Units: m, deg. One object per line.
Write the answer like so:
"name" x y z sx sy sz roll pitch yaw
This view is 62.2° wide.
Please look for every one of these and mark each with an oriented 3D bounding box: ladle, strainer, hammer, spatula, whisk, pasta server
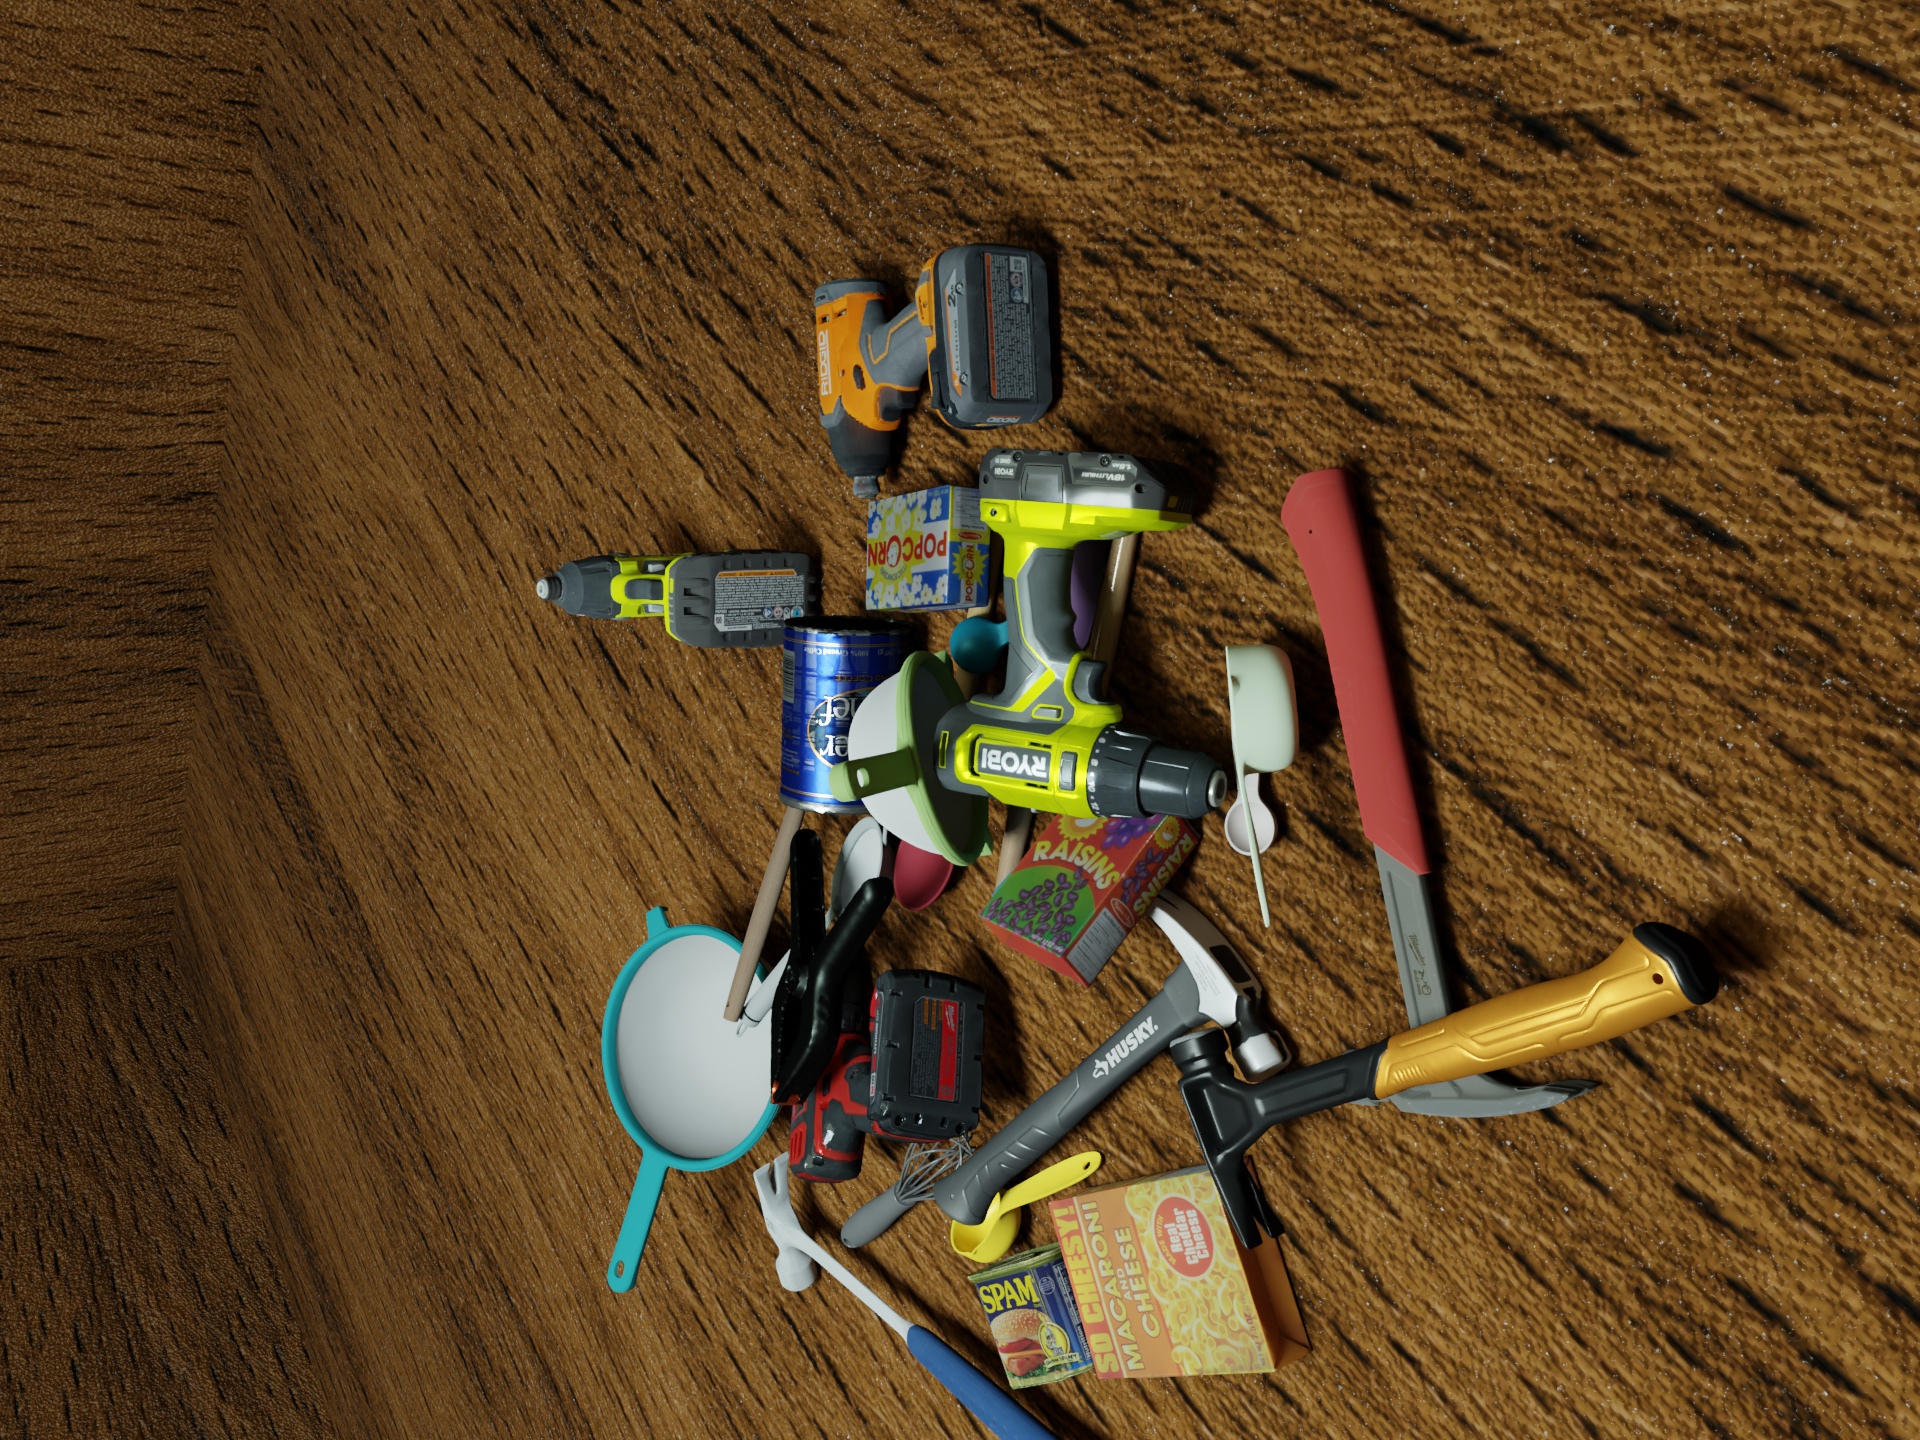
"ladle" -0.002 -0.004 1.185 0.069 0.031 0.315 33 118 49
"strainer" -0.052 0.035 1.052 0.069 0.256 0.151 -13 89 19
"hammer" 0.244 0.185 0.836 0.337 0.034 0.127 -37 66 47
"spatula" 0.076 -0.001 1.072 0.082 0.044 0.317 -120 38 -68
"whisk" -0.048 0.379 1.275 0.239 0.055 0.055 -52 55 46
"spatula" 0.050 0.009 1.117 0.060 0.018 0.315 17 114 19
"hammer" -0.044 0.477 1.252 0.406 0.035 0.144 20 129 50
"strainer" -0.113 0.170 1.294 0.258 0.050 0.087 -51 31 22
"hammer" 0.078 0.249 1.084 0.334 0.035 0.146 -50 57 35
"strainer" -0.232 0.348 1.424 0.211 0.095 0.340 22 97 32
"hammer" 0.241 0.035 0.874 0.149 0.036 0.359 -16 82 51
"pasta server" -0.150 0.096 1.314 0.060 0.040 0.316 19 91 61

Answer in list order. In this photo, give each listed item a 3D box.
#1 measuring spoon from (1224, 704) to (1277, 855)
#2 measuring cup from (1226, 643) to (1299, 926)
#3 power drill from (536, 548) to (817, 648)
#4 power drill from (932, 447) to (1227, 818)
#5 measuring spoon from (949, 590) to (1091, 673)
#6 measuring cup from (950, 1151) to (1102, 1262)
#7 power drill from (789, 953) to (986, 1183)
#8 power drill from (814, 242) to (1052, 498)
"measuring spoon" 0.179 0.020 0.972 0.034 0.018 0.124 -4 84 40
"measuring cup" 0.178 0.034 0.905 0.083 0.038 0.168 64 -160 -66
"power drill" -0.243 -0.110 1.364 0.223 0.171 0.080 10 102 47
"power drill" 0.082 -0.050 0.998 0.191 0.080 0.228 8 98 30
"measuring spoon" 0.038 -0.066 1.114 0.128 0.021 0.042 -22 81 40
"measuring cup" 0.054 0.351 1.158 0.156 0.029 0.062 -37 28 33
"power drill" -0.066 0.250 1.227 0.226 0.080 0.188 -37 44 55
"power drill" -0.030 -0.249 1.150 0.226 0.084 0.164 4 99 56
